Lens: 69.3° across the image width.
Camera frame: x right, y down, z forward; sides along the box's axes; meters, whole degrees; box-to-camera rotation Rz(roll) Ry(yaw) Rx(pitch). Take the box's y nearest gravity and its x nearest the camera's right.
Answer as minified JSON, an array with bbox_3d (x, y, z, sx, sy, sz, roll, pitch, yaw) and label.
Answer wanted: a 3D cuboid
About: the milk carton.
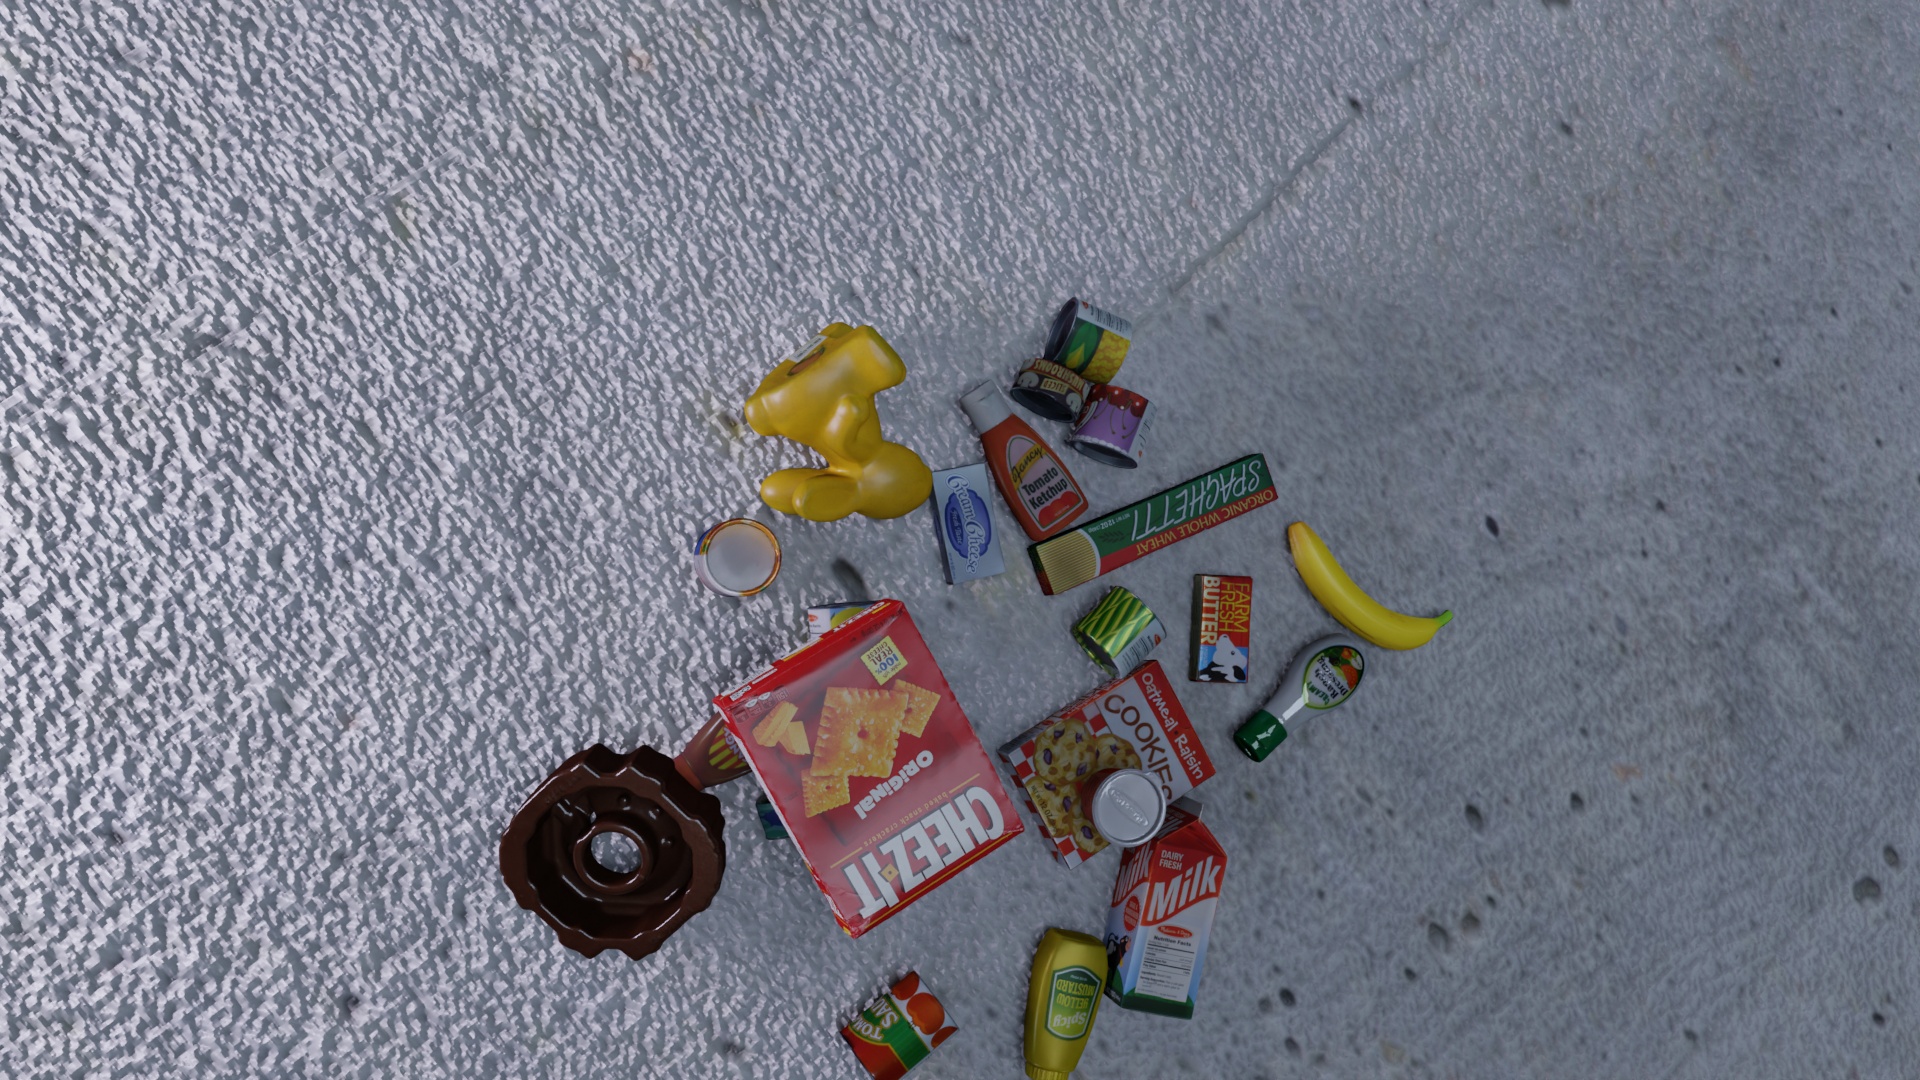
[{"bbox_3d":[0.187,0.328,1.271,0.073,0.072,0.190,15,85,-14],"label":"milk carton"}]

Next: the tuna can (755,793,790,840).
[{"bbox_3d":[-0.138,0.227,1.186,0.071,0.071,0.033,-19,93,-15],"label":"tuna can"}]

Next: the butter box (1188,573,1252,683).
[{"bbox_3d":[0.247,0.084,1.320,0.053,0.024,0.103,4,87,-14],"label":"butter box"}]

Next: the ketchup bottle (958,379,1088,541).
[{"bbox_3d":[0.053,-0.075,1.263,0.065,0.043,0.148,-35,96,-13],"label":"ketchup bottle"}]

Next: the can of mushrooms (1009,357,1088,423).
[{"bbox_3d":[0.081,-0.136,1.259,0.071,0.071,0.033,28,80,-13],"label":"can of mushrooms"}]

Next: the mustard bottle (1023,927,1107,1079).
[{"bbox_3d":[0.089,0.435,1.251,0.065,0.049,0.160,14,84,-13],"label":"mustard bottle"}]

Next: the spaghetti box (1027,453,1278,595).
[{"bbox_3d":[0.184,-0.017,1.304,0.251,0.028,0.050,-22,95,-15],"label":"spaghetti box"}]

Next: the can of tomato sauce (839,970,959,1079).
[{"bbox_3d":[-0.054,0.424,1.204,0.083,0.071,0.071,-37,98,-14],"label":"can of tomato sauce"}]

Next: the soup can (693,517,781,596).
[{"bbox_3d":[-0.187,0.013,1.174,0.071,0.083,0.071,1,88,-15],"label":"soup can"}]

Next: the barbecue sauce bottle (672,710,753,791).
[{"bbox_3d":[-0.197,0.175,1.186,0.149,0.043,0.065,-34,97,-13],"label":"barbecue sauce bottle"}]

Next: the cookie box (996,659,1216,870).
[{"bbox_3d":[0.136,0.204,1.277,0.168,0.040,0.123,-30,96,-14],"label":"cookie box"}]

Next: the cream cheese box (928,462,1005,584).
[{"bbox_3d":[0.004,-0.016,1.258,0.053,0.024,0.103,-12,91,-17],"label":"cream cheese box"}]

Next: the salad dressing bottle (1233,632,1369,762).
[{"bbox_3d":[0.325,0.151,1.329,0.148,0.044,0.064,-40,97,-13],"label":"salad dressing bottle"}]

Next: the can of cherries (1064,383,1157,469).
[{"bbox_3d":[0.138,-0.106,1.276,0.071,0.071,0.058,22,82,-13],"label":"can of cherries"}]

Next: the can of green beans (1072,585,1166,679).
[{"bbox_3d":[0.145,0.084,1.271,0.058,0.071,0.071,-42,99,-12],"label":"can of green beans"}]

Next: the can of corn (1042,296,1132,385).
[{"bbox_3d":[0.116,-0.180,1.274,0.058,0.071,0.071,21,83,-14],"label":"can of corn"}]

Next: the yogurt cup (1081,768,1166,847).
[{"bbox_3d":[0.141,0.232,1.228,0.072,0.054,0.072,0,89,-14],"label":"yogurt cup"}]

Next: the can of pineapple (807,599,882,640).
[{"bbox_3d":[-0.096,0.083,1.205,0.071,0.071,0.058,-5,90,-15],"label":"can of pineapple"}]
